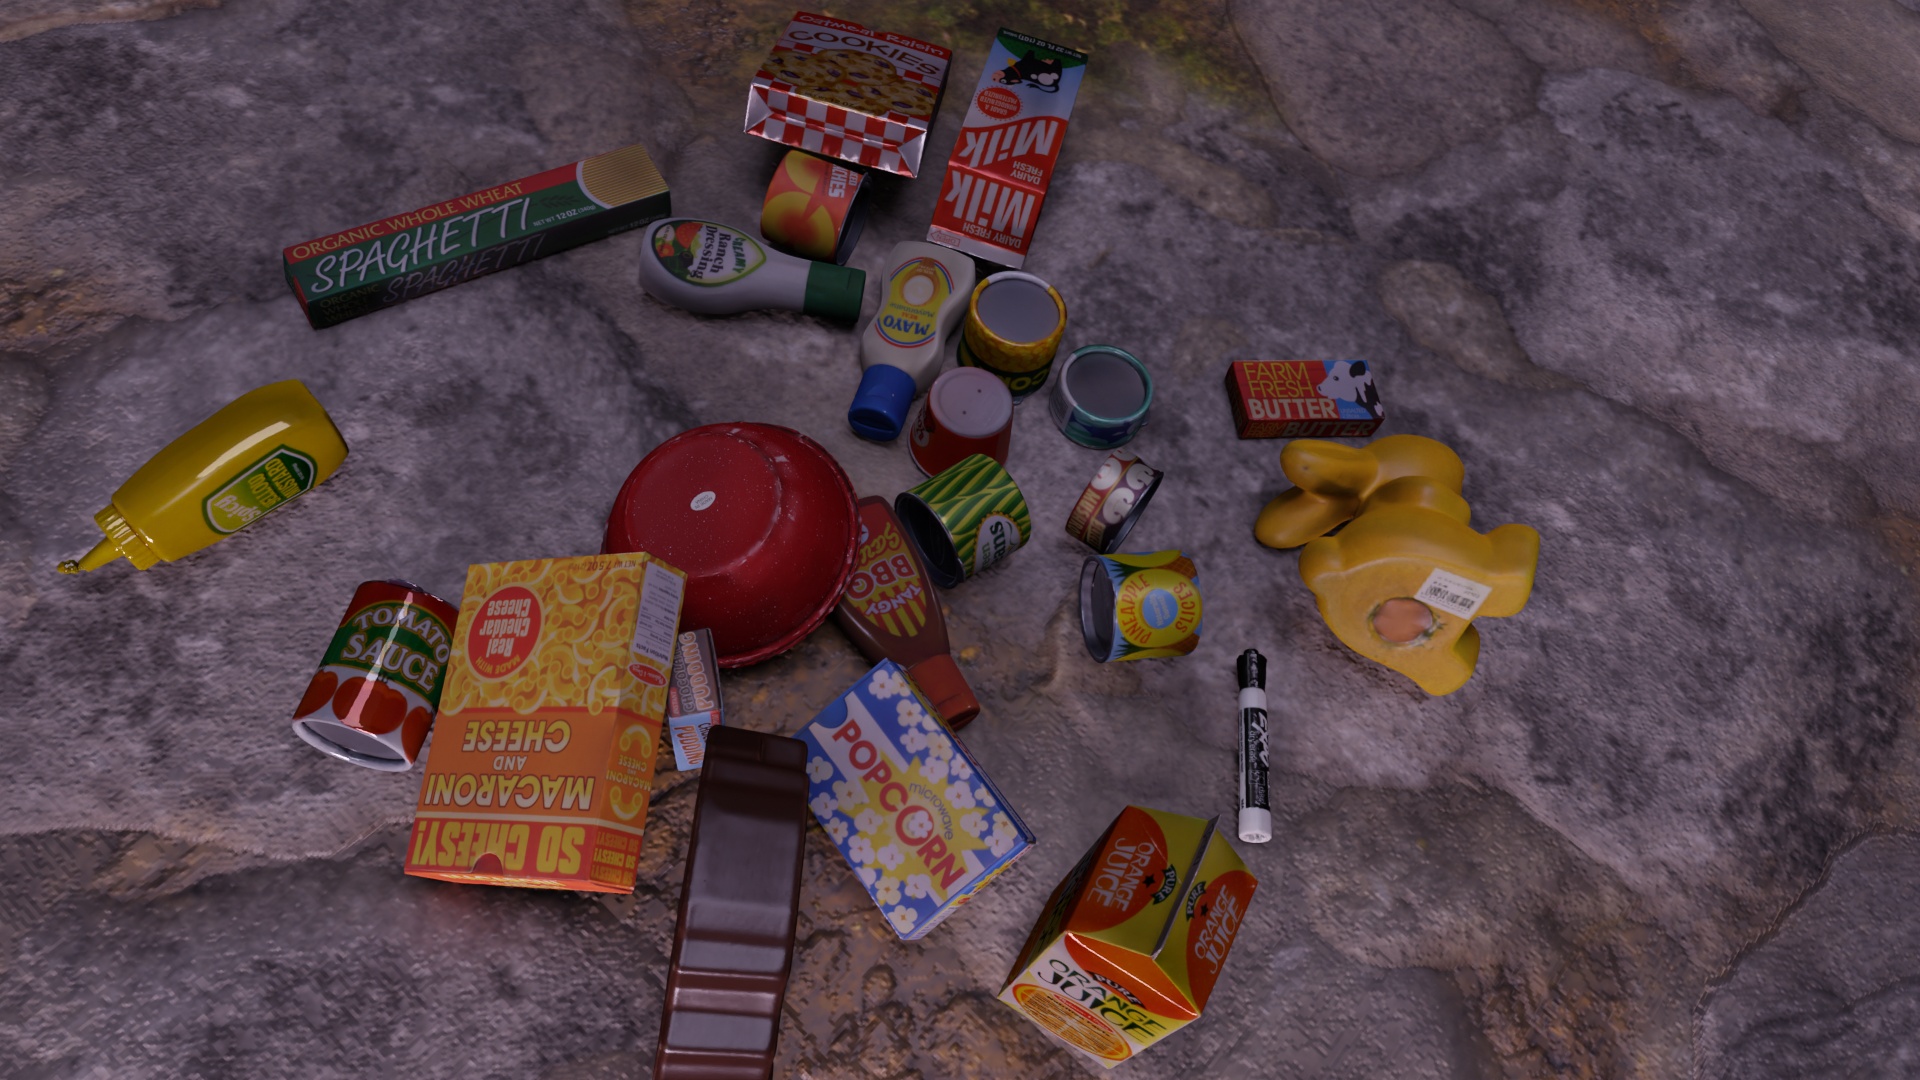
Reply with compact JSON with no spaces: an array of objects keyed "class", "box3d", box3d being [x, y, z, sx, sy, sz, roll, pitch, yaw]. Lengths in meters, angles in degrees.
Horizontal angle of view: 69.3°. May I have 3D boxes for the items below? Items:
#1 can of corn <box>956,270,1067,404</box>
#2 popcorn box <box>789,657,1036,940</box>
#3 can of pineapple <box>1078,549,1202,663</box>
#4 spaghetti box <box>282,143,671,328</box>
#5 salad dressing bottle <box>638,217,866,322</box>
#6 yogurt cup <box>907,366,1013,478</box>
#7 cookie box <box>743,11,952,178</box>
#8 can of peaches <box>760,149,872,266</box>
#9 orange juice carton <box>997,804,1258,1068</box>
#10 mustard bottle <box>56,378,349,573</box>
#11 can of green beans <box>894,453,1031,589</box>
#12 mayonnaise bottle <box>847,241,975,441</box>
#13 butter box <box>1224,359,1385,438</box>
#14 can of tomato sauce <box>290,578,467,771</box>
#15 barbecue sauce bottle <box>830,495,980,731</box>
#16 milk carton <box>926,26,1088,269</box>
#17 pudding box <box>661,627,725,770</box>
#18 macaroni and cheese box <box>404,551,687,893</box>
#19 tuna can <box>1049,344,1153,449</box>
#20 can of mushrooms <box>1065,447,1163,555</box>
[{"class":"can of corn","box3d":[0.035,-0.137,0.936,0.071,0.058,0.071,5,60,-8]},{"class":"popcorn box","box3d":[-0.031,0.140,0.757,0.085,0.038,0.127,-40,72,4]},{"class":"can of pineapple","box3d":[0.109,0.040,0.843,0.058,0.070,0.071,-4,62,-13]},{"class":"spaghetti box","box3d":[-0.317,-0.206,0.927,0.251,0.028,0.050,-24,67,-22]},{"class":"salad dressing bottle","box3d":[-0.139,-0.178,0.936,0.148,0.043,0.064,10,62,-5]},{"class":"yogurt cup","box3d":[0.003,-0.075,0.898,0.072,0.053,0.073,5,61,-8]},{"class":"cookie box","box3d":[-0.076,-0.326,1.002,0.123,0.040,0.168,14,37,-3]},{"class":"can of peaches","box3d":[-0.099,-0.231,0.959,0.058,0.071,0.071,21,59,3]},{"class":"orange juice carton","box3d":[0.083,0.193,0.679,0.073,0.191,0.072,30,59,6]},{"class":"mustard bottle","box3d":[-0.430,-0.026,0.786,0.161,0.065,0.049,-40,69,-21]},{"class":"can of green beans","box3d":[0.002,-0.012,0.855,0.058,0.071,0.071,-29,70,-24]},{"class":"mayonnaise bottle","box3d":[-0.036,-0.134,0.931,0.065,0.041,0.149,15,58,5]},{"class":"butter box","box3d":[0.240,-0.100,0.974,0.104,0.024,0.053,-2,61,-12]},{"class":"can of tomato sauce","box3d":[-0.308,0.072,0.745,0.071,0.071,0.083,16,59,-2]},{"class":"barbecue sauce bottle","box3d":[-0.039,0.047,0.826,0.065,0.043,0.149,-24,68,-17]},{"class":"milk carton","box3d":[0.033,-0.275,1.007,0.072,0.073,0.191,17,59,-1]},{"class":"pudding box","box3d":[-0.146,0.088,0.759,0.030,0.083,0.050,-9,64,-12]},{"class":"macaroni and cheese box","box3d":[-0.214,0.092,0.718,0.123,0.040,0.167,-4,68,26]},{"class":"tuna can","box3d":[0.098,-0.098,0.941,0.071,0.032,0.071,4,60,-8]},{"class":"can of mushrooms","box3d":[0.096,-0.022,0.878,0.033,0.070,0.071,34,60,10]}]
